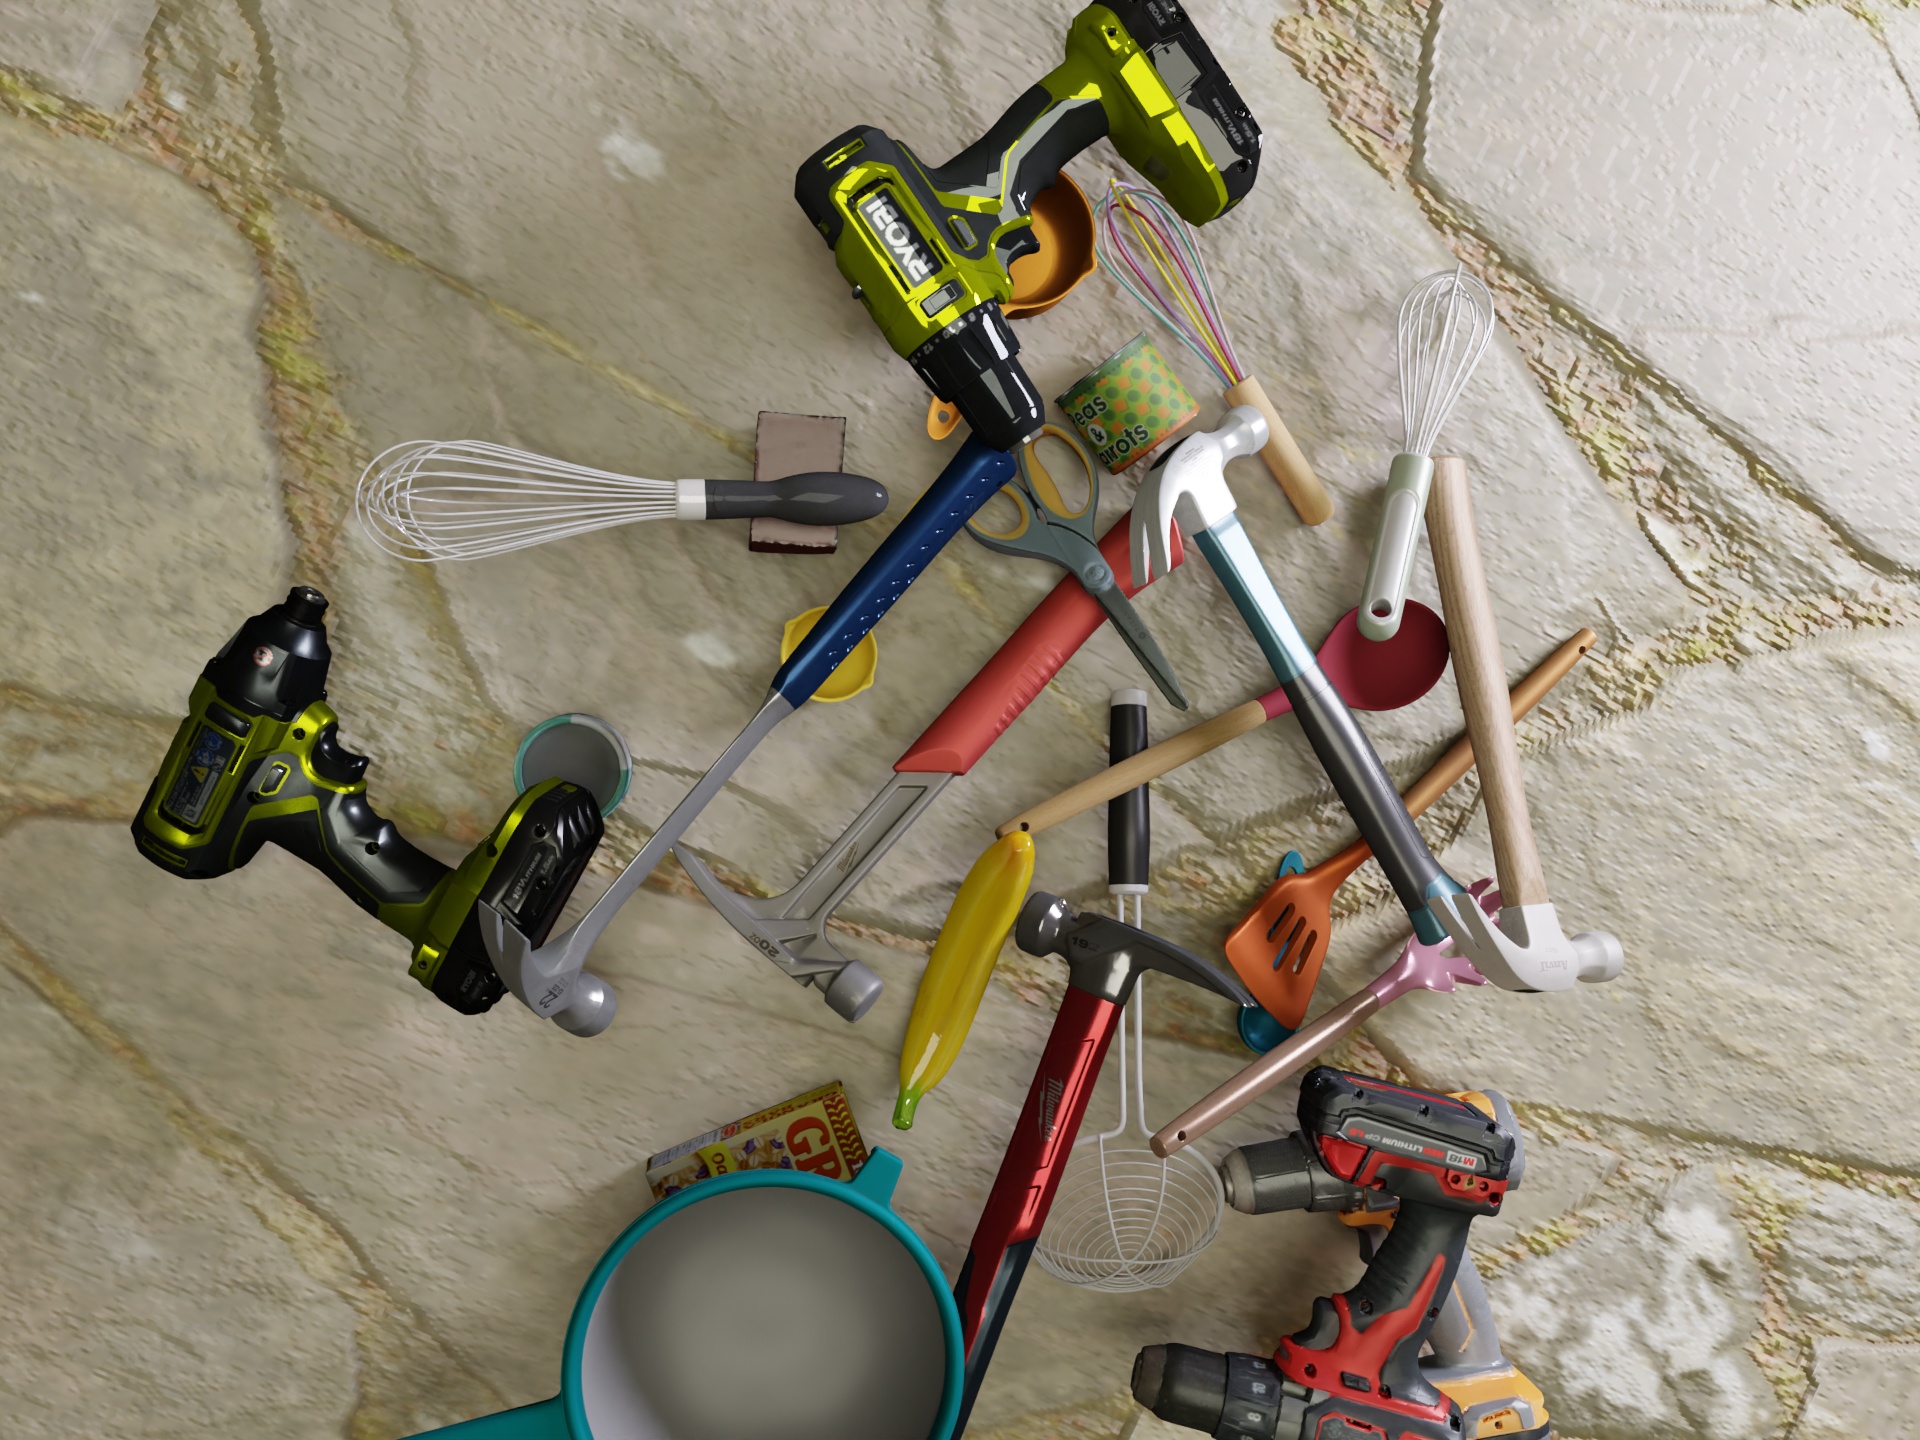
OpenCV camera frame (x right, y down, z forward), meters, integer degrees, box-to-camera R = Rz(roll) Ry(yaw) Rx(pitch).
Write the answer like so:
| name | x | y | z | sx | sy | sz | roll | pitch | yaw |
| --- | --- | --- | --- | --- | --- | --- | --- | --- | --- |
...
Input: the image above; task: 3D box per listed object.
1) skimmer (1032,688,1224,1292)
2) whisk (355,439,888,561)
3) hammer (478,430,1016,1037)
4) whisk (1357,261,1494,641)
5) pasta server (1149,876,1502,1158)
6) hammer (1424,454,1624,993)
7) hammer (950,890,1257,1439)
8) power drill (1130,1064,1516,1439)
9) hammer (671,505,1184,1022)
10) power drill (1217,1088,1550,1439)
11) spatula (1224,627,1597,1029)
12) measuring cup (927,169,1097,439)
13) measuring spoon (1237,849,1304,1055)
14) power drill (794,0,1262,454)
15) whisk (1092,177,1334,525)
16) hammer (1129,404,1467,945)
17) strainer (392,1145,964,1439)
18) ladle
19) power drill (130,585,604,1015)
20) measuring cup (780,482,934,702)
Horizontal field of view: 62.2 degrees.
| name | x | y | z | sx | sy | sz | roll | pitch | yaw |
| --- | --- | --- | --- | --- | --- | --- | --- | --- | --- |
| skimmer | 0.098 | 0.166 | 0.976 | 0.127 | 0.090 | 0.363 | 1 | 81 | -3 |
| whisk | -0.180 | -0.119 | 0.866 | 0.284 | 0.070 | 0.070 | -1 | 92 | -11 |
| hammer | -0.106 | -0.005 | 0.875 | 0.035 | 0.144 | 0.405 | 34 | 76 | 21 |
| whisk | 0.276 | -0.164 | 0.963 | 0.058 | 0.059 | 0.246 | 12 | 79 | 14 |
| pasta server | 0.228 | 0.174 | 0.930 | 0.316 | 0.040 | 0.060 | -23 | 85 | -34 |
| hammer | 0.317 | -0.002 | 0.961 | 0.130 | 0.031 | 0.331 | 0 | 76 | -33 |
| hammer | 0.039 | 0.302 | 0.904 | 0.143 | 0.038 | 0.386 | 20 | 88 | 25 |
| power drill | 0.210 | 0.319 | 0.913 | 0.188 | 0.080 | 0.227 | 13 | 88 | 5 |
| hammer | -0.001 | -0.003 | 0.944 | 0.149 | 0.036 | 0.359 | 40 | 81 | 13 |
| power drill | 0.262 | 0.351 | 0.980 | 0.185 | 0.084 | 0.226 | -7 | 89 | -6 |
| spatula | 0.289 | 0.054 | 0.993 | 0.322 | 0.041 | 0.081 | -43 | 110 | -6 |
| measuring cup | 0.016 | -0.244 | 0.943 | 0.095 | 0.052 | 0.173 | 23 | 90 | -8 |
| measuring spoon | 0.196 | 0.145 | 0.998 | 0.042 | 0.021 | 0.129 | 14 | 80 | -20 |
| power drill | 0.048 | -0.278 | 0.882 | 0.228 | 0.080 | 0.190 | -36 | 95 | -3 |
| whisk | 0.155 | -0.222 | 0.968 | 0.051 | 0.047 | 0.245 | -36 | 99 | -7 |
| hammer | 0.206 | -0.018 | 0.934 | 0.128 | 0.033 | 0.331 | -34 | 96 | -31 |
| strainer | -0.168 | 0.358 | 0.871 | 0.340 | 0.095 | 0.211 | -14 | 90 | -4 |
| ladle | 0.160 | 0.006 | 0.959 | 0.315 | 0.031 | 0.069 | -24 | 90 | -16 |
| power drill | -0.319 | 0.045 | 0.870 | 0.223 | 0.080 | 0.171 | 31 | 101 | -1 |
| measuring cup | -0.051 | -0.079 | 0.951 | 0.062 | 0.029 | 0.156 | 36 | 82 | -8 |
